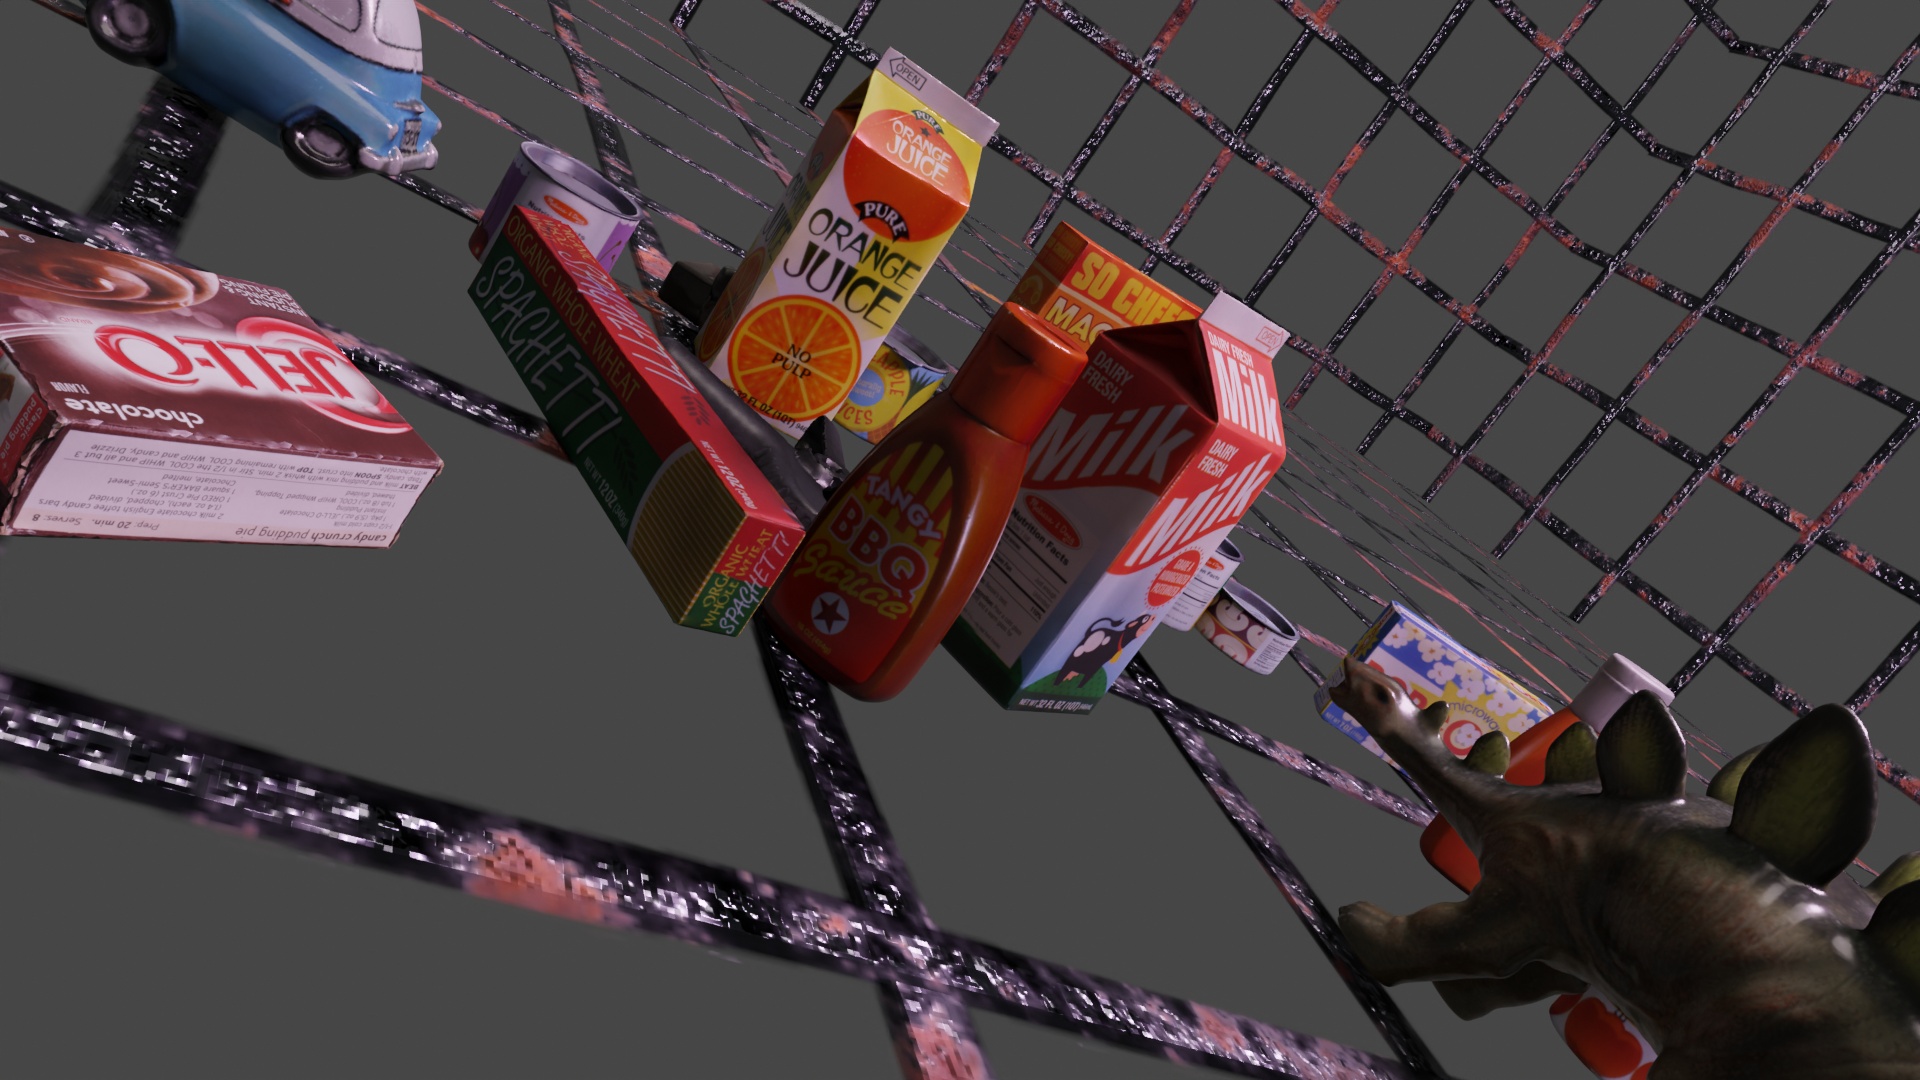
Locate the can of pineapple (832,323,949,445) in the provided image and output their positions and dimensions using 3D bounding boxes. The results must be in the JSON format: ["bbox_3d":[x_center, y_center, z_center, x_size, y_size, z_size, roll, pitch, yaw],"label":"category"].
[{"bbox_3d":[-0.050,-0.095,0.822,0.071,0.057,0.071,32,16,-10],"label":"can of pineapple"}]

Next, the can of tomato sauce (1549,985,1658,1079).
[{"bbox_3d":[0.324,0.210,0.640,0.071,0.083,0.071,32,16,-10],"label":"can of tomato sauce"}]

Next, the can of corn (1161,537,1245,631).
[{"bbox_3d":[0.134,0.014,0.872,0.071,0.058,0.071,32,16,-10],"label":"can of corn"}]

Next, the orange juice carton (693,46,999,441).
[{"bbox_3d":[-0.060,-0.153,0.723,0.072,0.192,0.073,28,17,-24],"label":"orange juice carton"}]

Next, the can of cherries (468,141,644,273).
[{"bbox_3d":[-0.201,-0.155,0.692,0.071,0.058,0.072,32,16,-10],"label":"can of cherries"}]

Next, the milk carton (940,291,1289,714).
[{"bbox_3d":[0.070,-0.020,0.600,0.073,0.190,0.072,45,18,32],"label":"milk carton"}]

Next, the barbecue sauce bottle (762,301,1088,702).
[{"bbox_3d":[-0.010,-0.015,0.504,0.065,0.148,0.044,40,16,19],"label":"barbecue sauce bottle"}]

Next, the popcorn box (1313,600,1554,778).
[{"bbox_3d":[0.303,0.109,0.888,0.127,0.085,0.038,34,15,-2],"label":"popcorn box"}]

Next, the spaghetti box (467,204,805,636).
[{"bbox_3d":[-0.138,-0.058,0.551,0.028,0.050,0.251,18,23,-46],"label":"spaghetti box"}]

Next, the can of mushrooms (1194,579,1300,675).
[{"bbox_3d":[0.181,0.053,0.899,0.071,0.033,0.071,32,16,-10],"label":"can of mushrooms"}]

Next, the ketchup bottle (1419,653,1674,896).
[{"bbox_3d":[0.315,0.128,0.740,0.065,0.148,0.044,35,15,1],"label":"ketchup bottle"}]

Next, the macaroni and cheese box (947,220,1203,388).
[{"bbox_3d":[0.063,-0.091,0.838,0.123,0.166,0.040,23,19,-36],"label":"macaroni and cheese box"}]
